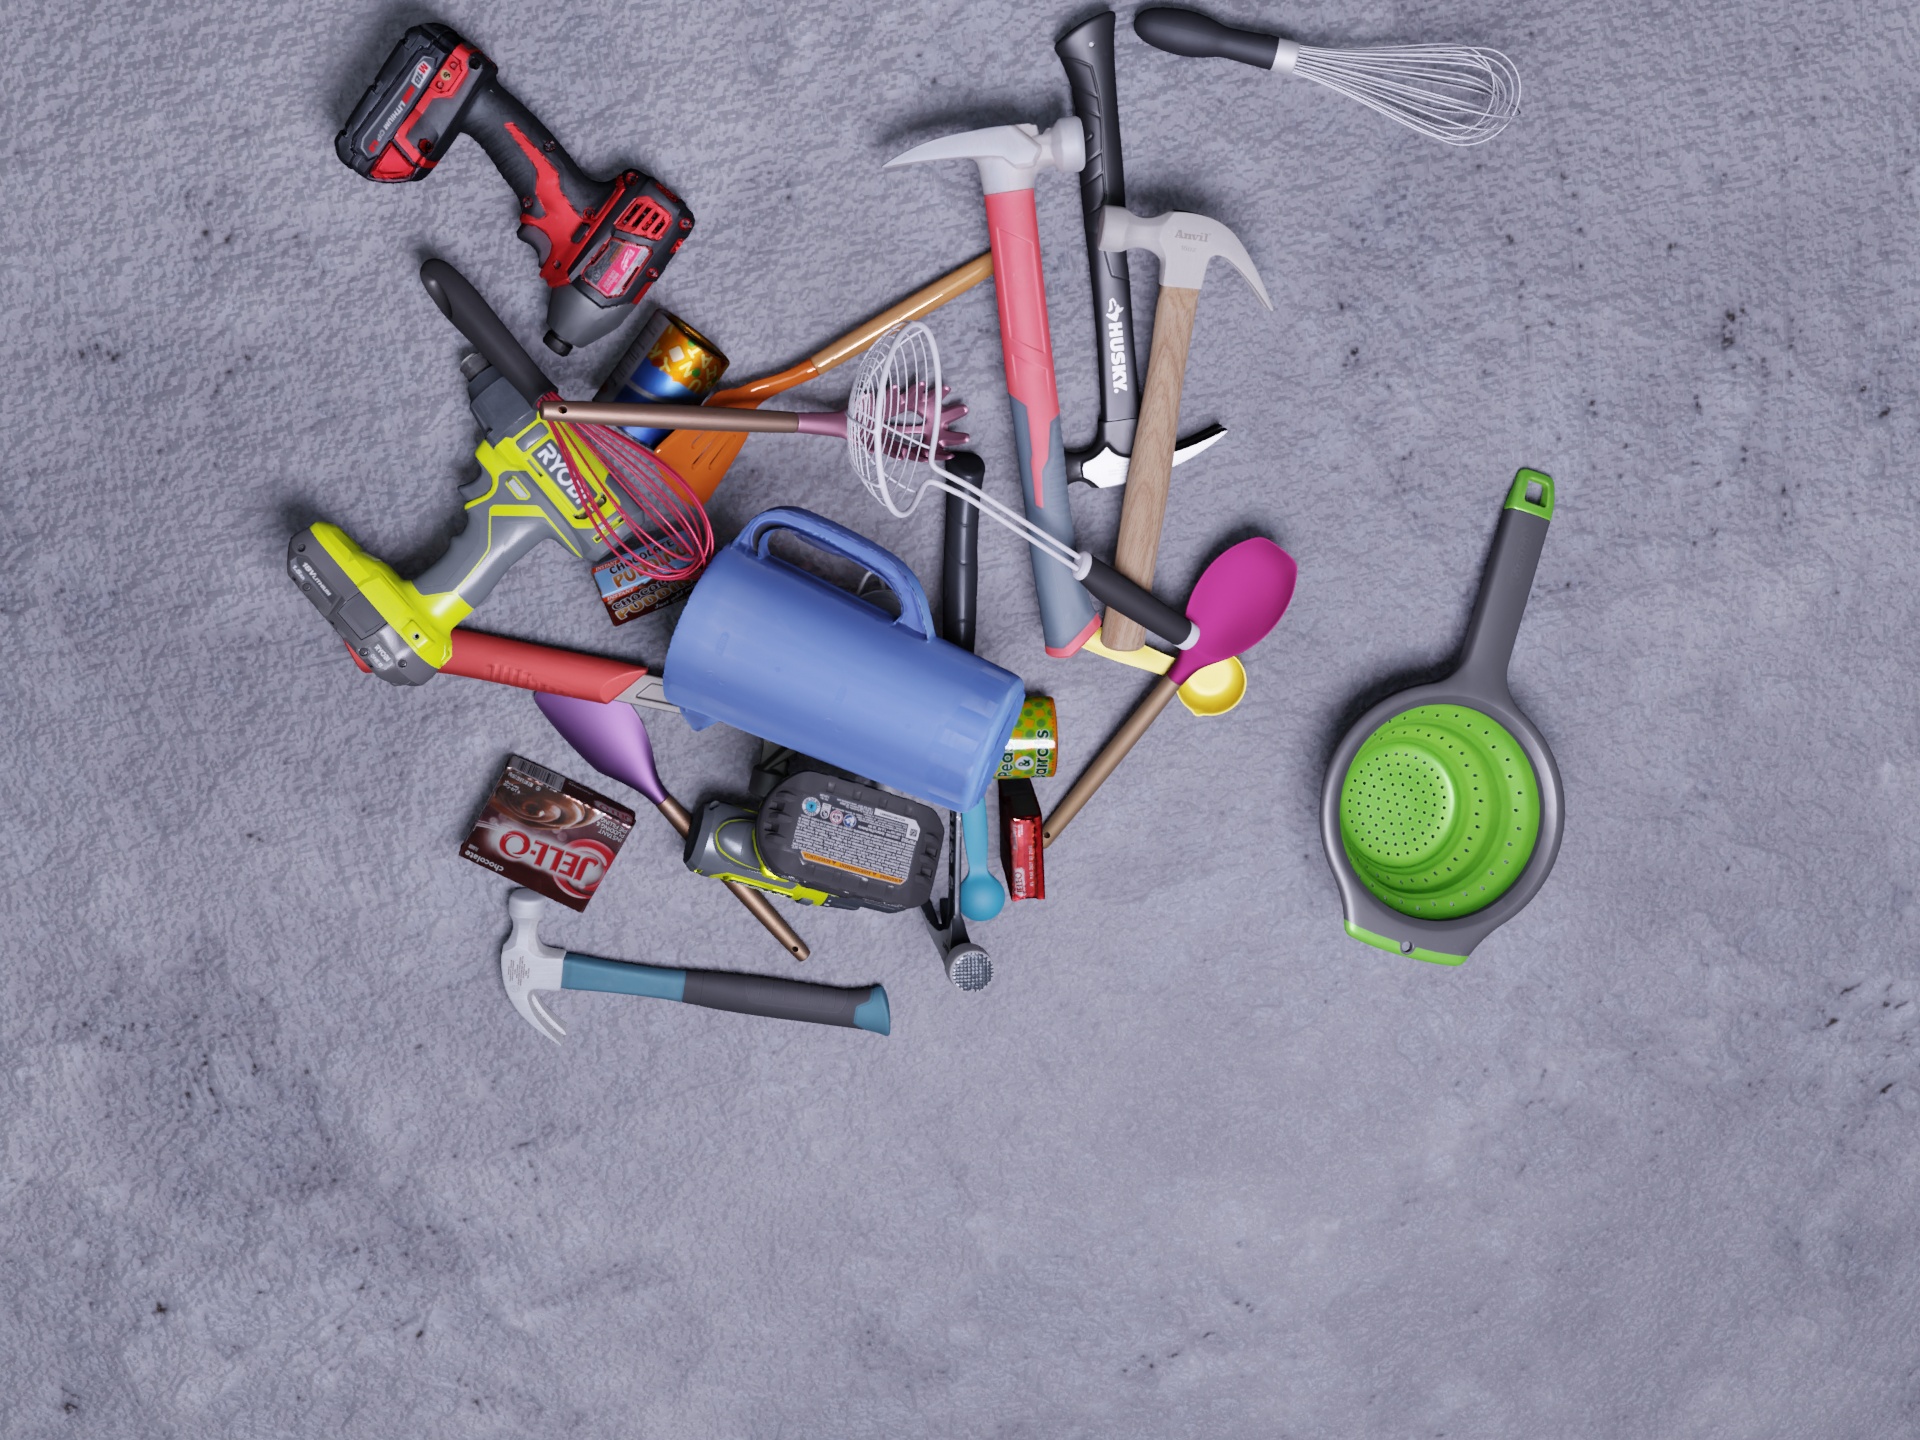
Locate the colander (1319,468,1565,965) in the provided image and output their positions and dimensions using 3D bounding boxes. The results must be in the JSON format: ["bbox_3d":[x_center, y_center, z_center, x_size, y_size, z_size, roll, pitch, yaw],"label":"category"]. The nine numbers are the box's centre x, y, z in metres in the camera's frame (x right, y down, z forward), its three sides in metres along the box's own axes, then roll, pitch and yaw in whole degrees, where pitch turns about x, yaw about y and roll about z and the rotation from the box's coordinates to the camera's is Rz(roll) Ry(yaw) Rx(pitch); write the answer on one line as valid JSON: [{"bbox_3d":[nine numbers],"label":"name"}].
[{"bbox_3d":[0.396,-0.007,1.289,0.204,0.094,0.397,17,89,-9],"label":"colander"}]

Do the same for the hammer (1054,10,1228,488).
[{"bbox_3d":[0.115,-0.342,1.174,0.146,0.035,0.334,-7,109,-1],"label":"hammer"}]

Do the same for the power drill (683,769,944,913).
[{"bbox_3d":[-0.098,0.104,1.219,0.190,0.228,0.080,18,75,-17],"label":"power drill"}]

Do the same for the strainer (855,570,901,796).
[{"bbox_3d":[-0.068,-0.005,1.273,0.087,0.050,0.258,-18,117,-26],"label":"strainer"}]

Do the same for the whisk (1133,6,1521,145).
[{"bbox_3d":[0.262,-0.467,1.135,0.284,0.070,0.070,12,108,-2],"label":"whisk"}]

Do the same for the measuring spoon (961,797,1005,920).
[{"bbox_3d":[0.014,0.112,1.326,0.042,0.021,0.128,-5,110,-2],"label":"measuring spoon"}]

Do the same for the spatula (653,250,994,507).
[{"bbox_3d":[-0.084,-0.268,1.180,0.322,0.041,0.081,-30,152,3],"label":"spatula"}]

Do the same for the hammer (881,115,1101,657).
[{"bbox_3d":[0.039,-0.231,1.170,0.143,0.038,0.386,-7,108,2],"label":"hammer"}]

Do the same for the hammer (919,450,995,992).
[{"bbox_3d":[-0.002,-0.004,1.248,0.036,0.149,0.409,-1,100,-13],"label":"hammer"}]

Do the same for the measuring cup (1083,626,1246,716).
[{"bbox_3d":[0.155,-0.052,1.285,0.156,0.029,0.062,21,111,2],"label":"measuring cup"}]

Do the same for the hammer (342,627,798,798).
[{"bbox_3d":[-0.295,-0.044,1.240,0.359,0.037,0.149,12,96,-5],"label":"hammer"}]

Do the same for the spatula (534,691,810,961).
[{"bbox_3d":[-0.225,0.082,1.303,0.060,0.018,0.315,-37,106,5],"label":"spatula"}]

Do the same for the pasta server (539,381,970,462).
[{"bbox_3d":[-0.141,-0.217,1.142,0.316,0.040,0.060,-3,90,-28],"label":"pasta server"}]

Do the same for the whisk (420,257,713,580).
[{"bbox_3d":[-0.281,-0.212,1.124,0.073,0.073,0.296,-41,90,10],"label":"whisk"}]

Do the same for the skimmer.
[{"bbox_3d":[0.061,-0.143,1.116,0.363,0.090,0.127,29,63,-31],"label":"skimmer"}]

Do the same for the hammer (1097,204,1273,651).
[{"bbox_3d":[0.147,-0.207,1.185,0.130,0.031,0.331,4,115,-6],"label":"hammer"}]

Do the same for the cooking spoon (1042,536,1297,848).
[{"bbox_3d":[0.155,-0.014,1.272,0.069,0.017,0.319,38,112,3],"label":"cooking spoon"}]

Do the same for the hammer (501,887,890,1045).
[{"bbox_3d":[-0.219,0.225,1.343,0.331,0.033,0.128,9,107,-7],"label":"hammer"}]

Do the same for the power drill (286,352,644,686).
[{"bbox_3d":[-0.371,-0.146,1.171,0.223,0.080,0.171,-40,99,-5],"label":"power drill"}]

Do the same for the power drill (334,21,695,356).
[{"bbox_3d":[-0.313,-0.367,1.117,0.219,0.079,0.143,36,103,-17],"label":"power drill"}]
